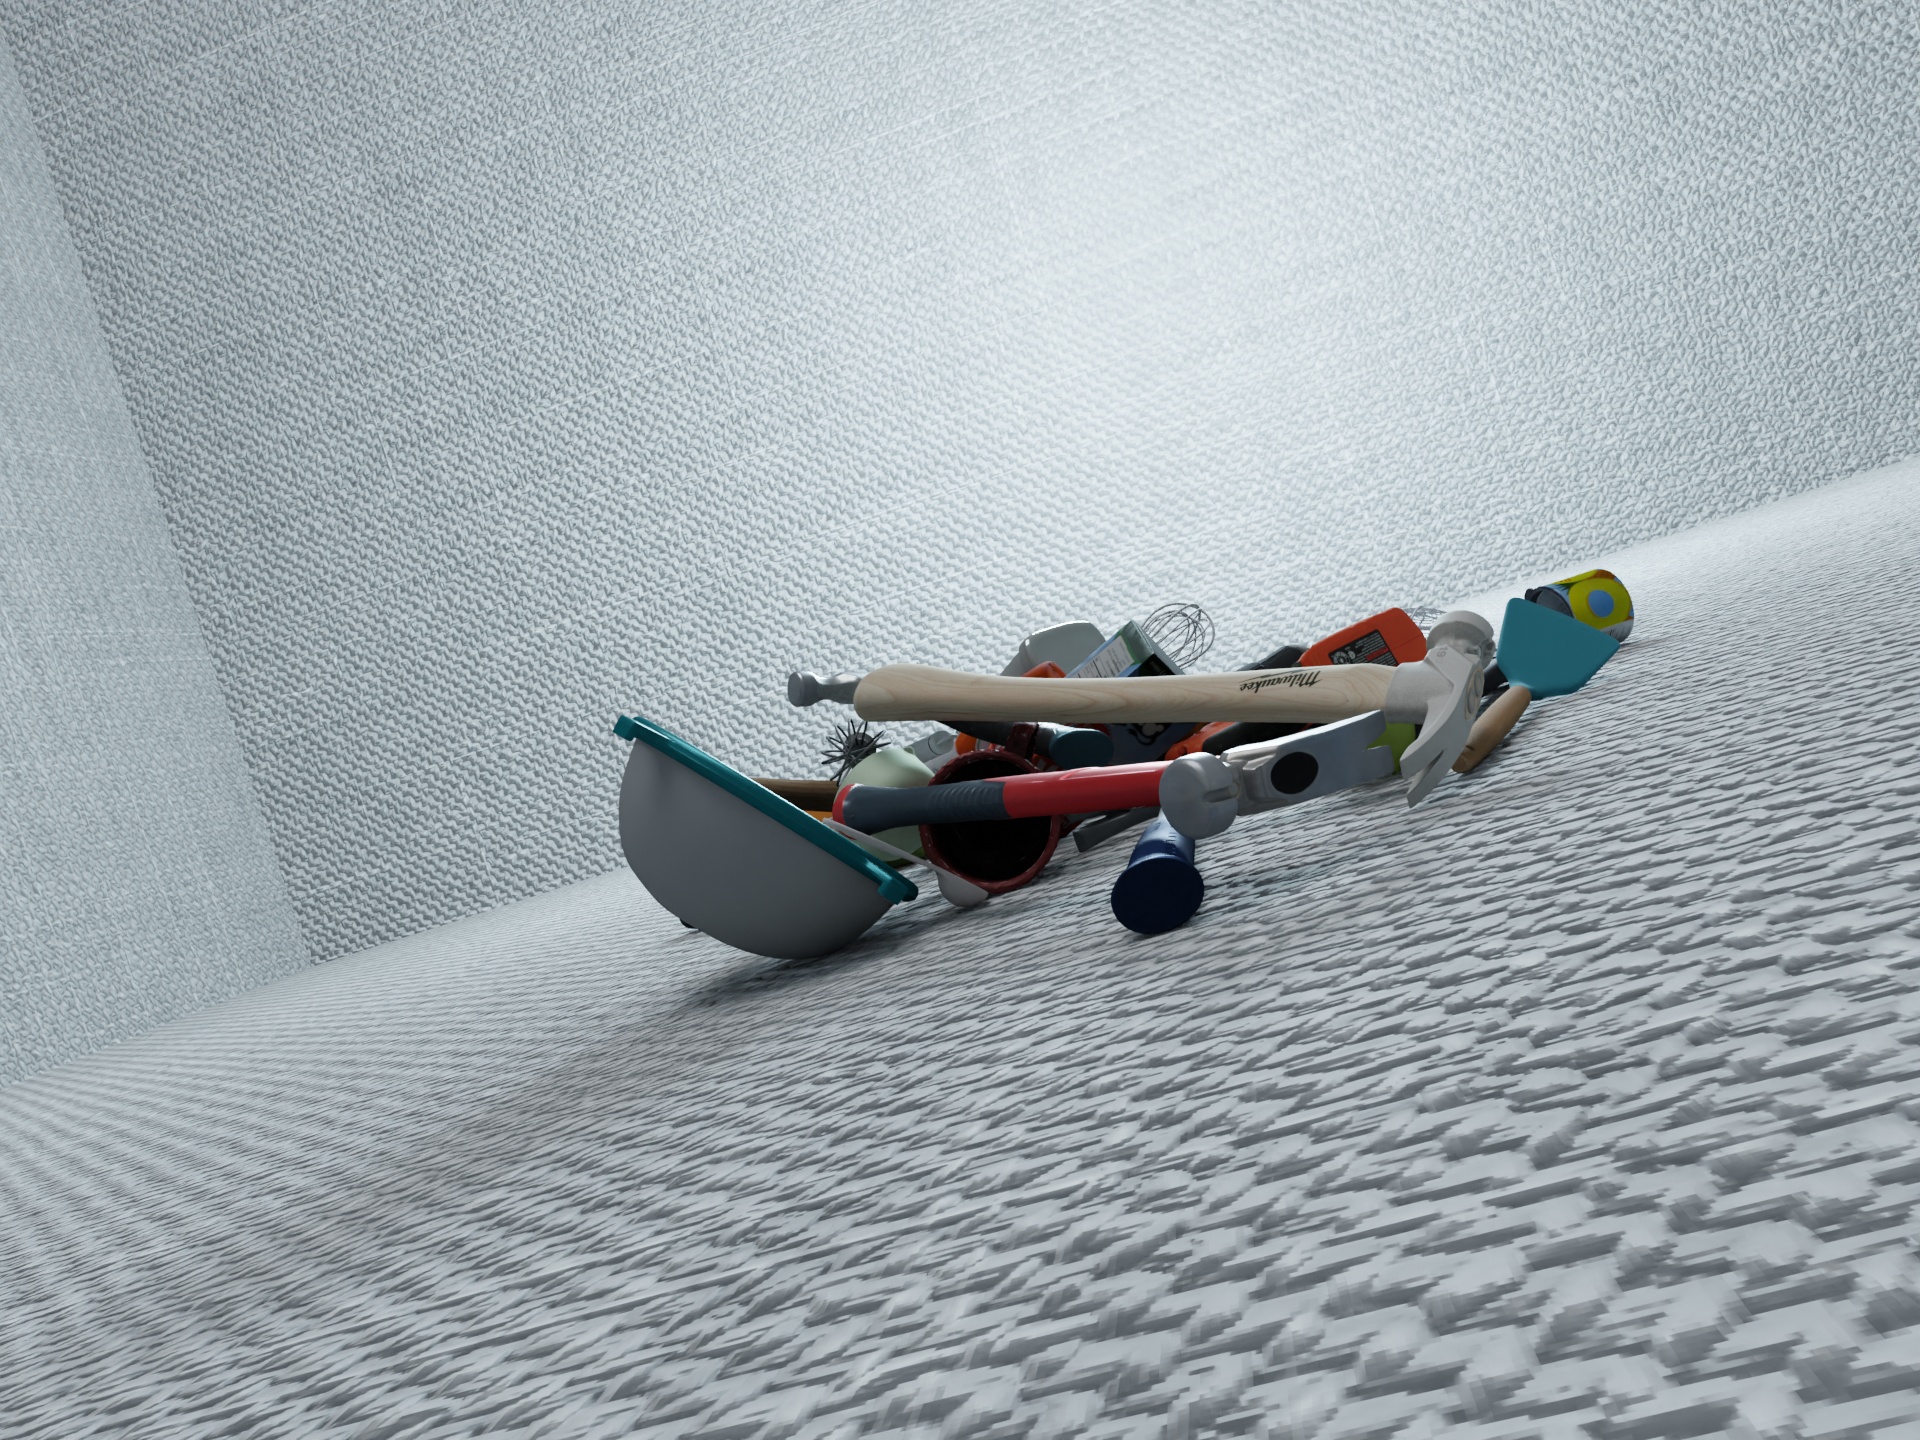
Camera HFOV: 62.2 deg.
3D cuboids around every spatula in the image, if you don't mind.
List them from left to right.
[{"bbox_3d":[0.355,-0.020,1.016,0.082,0.044,0.317,28,25,20],"label":"spatula"}]

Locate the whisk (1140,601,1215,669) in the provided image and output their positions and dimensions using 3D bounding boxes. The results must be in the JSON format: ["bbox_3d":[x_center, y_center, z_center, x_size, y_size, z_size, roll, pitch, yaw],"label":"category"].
[{"bbox_3d":[0.120,-0.025,1.322,0.246,0.059,0.057,-37,-24,-23],"label":"whisk"}]

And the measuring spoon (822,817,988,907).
[{"bbox_3d":[-0.036,0.089,0.979,0.124,0.018,0.034,28,-6,-28],"label":"measuring spoon"}]

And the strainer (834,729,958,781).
[{"bbox_3d":[-0.056,0.035,1.349,0.087,0.050,0.258,-9,-7,-25],"label":"strainer"}]

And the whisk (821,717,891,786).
[{"bbox_3d":[-0.079,0.022,1.233,0.055,0.055,0.239,-18,2,-2],"label":"whisk"}]

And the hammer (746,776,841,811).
[{"bbox_3d":[-0.053,0.063,1.283,0.331,0.031,0.130,4,-4,-31],"label":"hammer"}]

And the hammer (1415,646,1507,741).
[{"bbox_3d":[0.361,-0.017,1.161,0.146,0.035,0.334,-17,2,32],"label":"hammer"}]

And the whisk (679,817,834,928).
[{"bbox_3d":[-0.160,0.139,1.355,0.284,0.070,0.070,-25,-4,44],"label":"whisk"}]

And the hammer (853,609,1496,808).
[{"bbox_3d":[0.104,-0.008,0.973,0.411,0.038,0.146,0,35,33],"label":"hammer"}]

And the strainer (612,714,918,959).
[{"bbox_3d":[-0.142,0.099,1.059,0.095,0.211,0.340,-59,-1,-9],"label":"strainer"}]

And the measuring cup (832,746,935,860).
[{"bbox_3d":[-0.020,0.076,1.123,0.167,0.083,0.038,31,5,-47],"label":"measuring cup"}]

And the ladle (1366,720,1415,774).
[{"bbox_3d":[0.162,-0.003,1.074,0.078,0.062,0.320,28,-17,-39],"label":"ladle"}]

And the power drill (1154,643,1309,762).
[{"bbox_3d":[0.188,-0.002,1.360,0.185,0.084,0.226,-33,8,-18],"label":"power drill"}]

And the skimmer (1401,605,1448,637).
[{"bbox_3d":[0.358,-0.018,1.399,0.127,0.090,0.363,-6,19,39],"label":"skimmer"}]

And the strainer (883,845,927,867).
[{"bbox_3d":[-0.092,0.105,1.483,0.256,0.069,0.151,-17,1,0],"label":"strainer"}]

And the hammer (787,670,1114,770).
[{"bbox_3d":[-0.002,-0.004,1.214,0.128,0.033,0.331,-2,10,-33],"label":"hammer"}]

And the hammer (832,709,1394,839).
[{"bbox_3d":[0.055,0.039,0.897,0.143,0.038,0.386,-13,2,-36],"label":"hammer"}]

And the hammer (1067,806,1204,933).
[{"bbox_3d":[0.115,0.066,0.911,0.144,0.035,0.405,-18,1,10],"label":"hammer"}]

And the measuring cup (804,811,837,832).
[{"bbox_3d":[-0.140,0.114,1.416,0.095,0.052,0.173,25,-37,-34],"label":"measuring cup"}]
